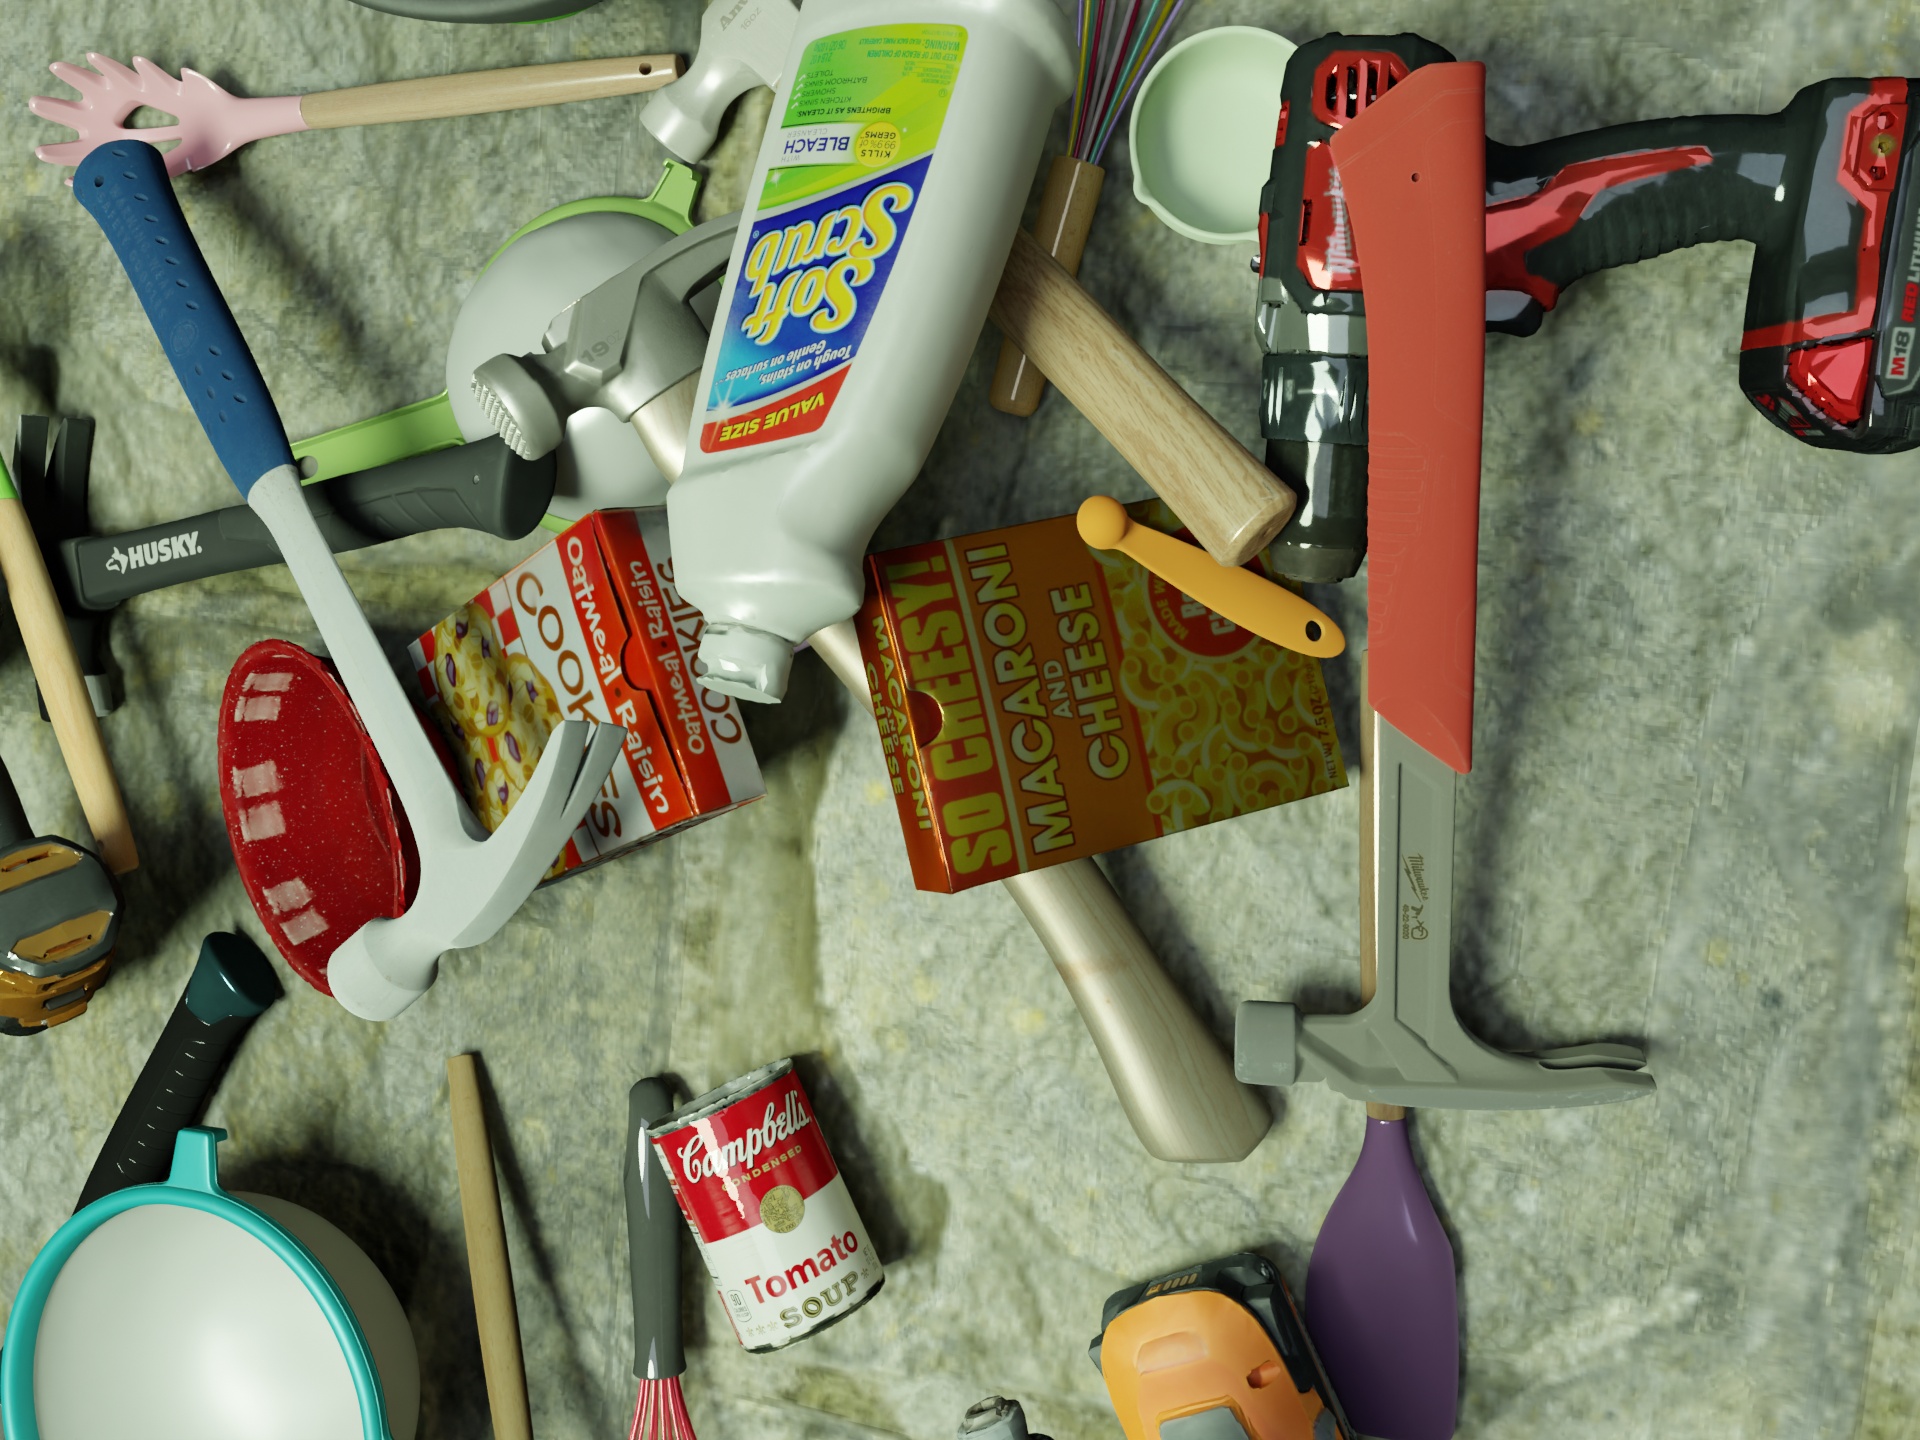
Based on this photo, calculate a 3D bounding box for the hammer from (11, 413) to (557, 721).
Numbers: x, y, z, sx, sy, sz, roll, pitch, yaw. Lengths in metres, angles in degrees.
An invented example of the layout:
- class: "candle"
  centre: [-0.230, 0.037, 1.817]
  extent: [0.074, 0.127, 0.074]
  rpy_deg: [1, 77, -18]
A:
- class: "hammer"
  centre: [-0.312, -0.089, 0.707]
  extent: [0.335, 0.035, 0.146]
  rpy_deg: [-7, 91, 29]

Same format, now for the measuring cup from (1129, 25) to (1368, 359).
- class: "measuring cup"
  centre: [0.126, -0.182, 0.611]
  extent: [0.083, 0.038, 0.167]
  rpy_deg: [-31, 98, 9]

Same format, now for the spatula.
- class: "spatula"
  centre: [0.165, 0.130, 0.625]
  extent: [0.060, 0.018, 0.316]
  rpy_deg: [0, 94, 22]

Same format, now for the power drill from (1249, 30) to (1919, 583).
- class: "power drill"
  centre: [0.213, -0.135, 0.550]
  extent: [0.227, 0.080, 0.188]
  rpy_deg: [6, 101, 11]

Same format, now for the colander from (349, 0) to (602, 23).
- class: "colander"
  centre: [-0.105, -0.360, 0.643]
  extent: [0.397, 0.094, 0.204]
  rpy_deg: [-4, 82, 0]

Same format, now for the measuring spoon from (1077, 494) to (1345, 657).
- class: "measuring spoon"
  centre: [0.094, -0.052, 0.580]
  extent: [0.117, 0.011, 0.021]
  rpy_deg: [25, 77, -15]

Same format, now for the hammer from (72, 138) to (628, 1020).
- class: "hammer"
  centre: [-0.267, -0.090, 0.638]
  extent: [0.144, 0.035, 0.406]
  rpy_deg: [-40, 69, 17]

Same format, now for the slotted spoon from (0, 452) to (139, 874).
- class: "slotted spoon"
  centre: [-0.438, -0.078, 0.741]
  extent: [0.070, 0.031, 0.314]
  rpy_deg: [-22, 86, 39]

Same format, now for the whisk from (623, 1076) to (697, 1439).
- class: "whisk"
  centre: [-0.132, 0.307, 0.702]
  extent: [0.073, 0.073, 0.296]
  rpy_deg: [-3, 87, 16]

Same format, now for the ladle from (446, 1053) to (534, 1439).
- class: "ladle"
  centre: [-0.208, 0.307, 0.693]
  extent: [0.062, 0.078, 0.320]
  rpy_deg: [-9, 72, -17]

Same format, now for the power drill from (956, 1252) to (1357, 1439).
- class: "power drill"
  centre: [0.070, 0.272, 0.549]
  extent: [0.084, 0.226, 0.164]
  rpy_deg: [-26, 86, 22]

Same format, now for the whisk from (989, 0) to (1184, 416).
- class: "whisk"
  centre: [0.049, -0.241, 0.623]
  extent: [0.051, 0.047, 0.245]
  rpy_deg: [23, 104, 32]

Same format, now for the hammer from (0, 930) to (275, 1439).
- class: "hammer"
  centre: [-0.428, 0.250, 0.796]
  extent: [0.128, 0.033, 0.331]
  rpy_deg: [34, 102, 11]

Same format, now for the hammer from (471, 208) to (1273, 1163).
- class: "hammer"
  centre: [-0.001, -0.002, 0.612]
  extent: [0.146, 0.038, 0.410]
  rpy_deg: [-39, 98, -18]

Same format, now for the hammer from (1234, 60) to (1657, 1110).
- class: "hammer"
  centre: [0.166, -0.030, 0.538]
  extent: [0.149, 0.037, 0.359]
  rpy_deg: [0, 109, 11]

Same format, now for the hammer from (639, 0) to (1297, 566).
- class: "hammer"
  centre: [0.008, -0.185, 0.608]
  extent: [0.130, 0.031, 0.331]
  rpy_deg: [-47, 69, 17]

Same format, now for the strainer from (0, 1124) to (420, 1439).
- class: "strainer"
  centre: [-0.372, 0.349, 0.755]
  extent: [0.340, 0.095, 0.211]
  rpy_deg: [-44, 79, 16]

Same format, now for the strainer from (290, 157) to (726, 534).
- class: "strainer"
  centre: [-0.214, -0.141, 0.690]
  extent: [0.256, 0.069, 0.151]
  rpy_deg: [-14, 90, 15]

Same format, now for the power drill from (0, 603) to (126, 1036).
- class: "power drill"
  centre: [-0.468, 0.041, 0.746]
  extent: [0.185, 0.084, 0.226]
  rpy_deg: [-36, 81, 51]

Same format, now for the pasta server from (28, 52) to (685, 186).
- class: "pasta server"
  centre: [-0.274, -0.278, 0.717]
  extent: [0.316, 0.040, 0.060]
  rpy_deg: [0, 100, 15]
